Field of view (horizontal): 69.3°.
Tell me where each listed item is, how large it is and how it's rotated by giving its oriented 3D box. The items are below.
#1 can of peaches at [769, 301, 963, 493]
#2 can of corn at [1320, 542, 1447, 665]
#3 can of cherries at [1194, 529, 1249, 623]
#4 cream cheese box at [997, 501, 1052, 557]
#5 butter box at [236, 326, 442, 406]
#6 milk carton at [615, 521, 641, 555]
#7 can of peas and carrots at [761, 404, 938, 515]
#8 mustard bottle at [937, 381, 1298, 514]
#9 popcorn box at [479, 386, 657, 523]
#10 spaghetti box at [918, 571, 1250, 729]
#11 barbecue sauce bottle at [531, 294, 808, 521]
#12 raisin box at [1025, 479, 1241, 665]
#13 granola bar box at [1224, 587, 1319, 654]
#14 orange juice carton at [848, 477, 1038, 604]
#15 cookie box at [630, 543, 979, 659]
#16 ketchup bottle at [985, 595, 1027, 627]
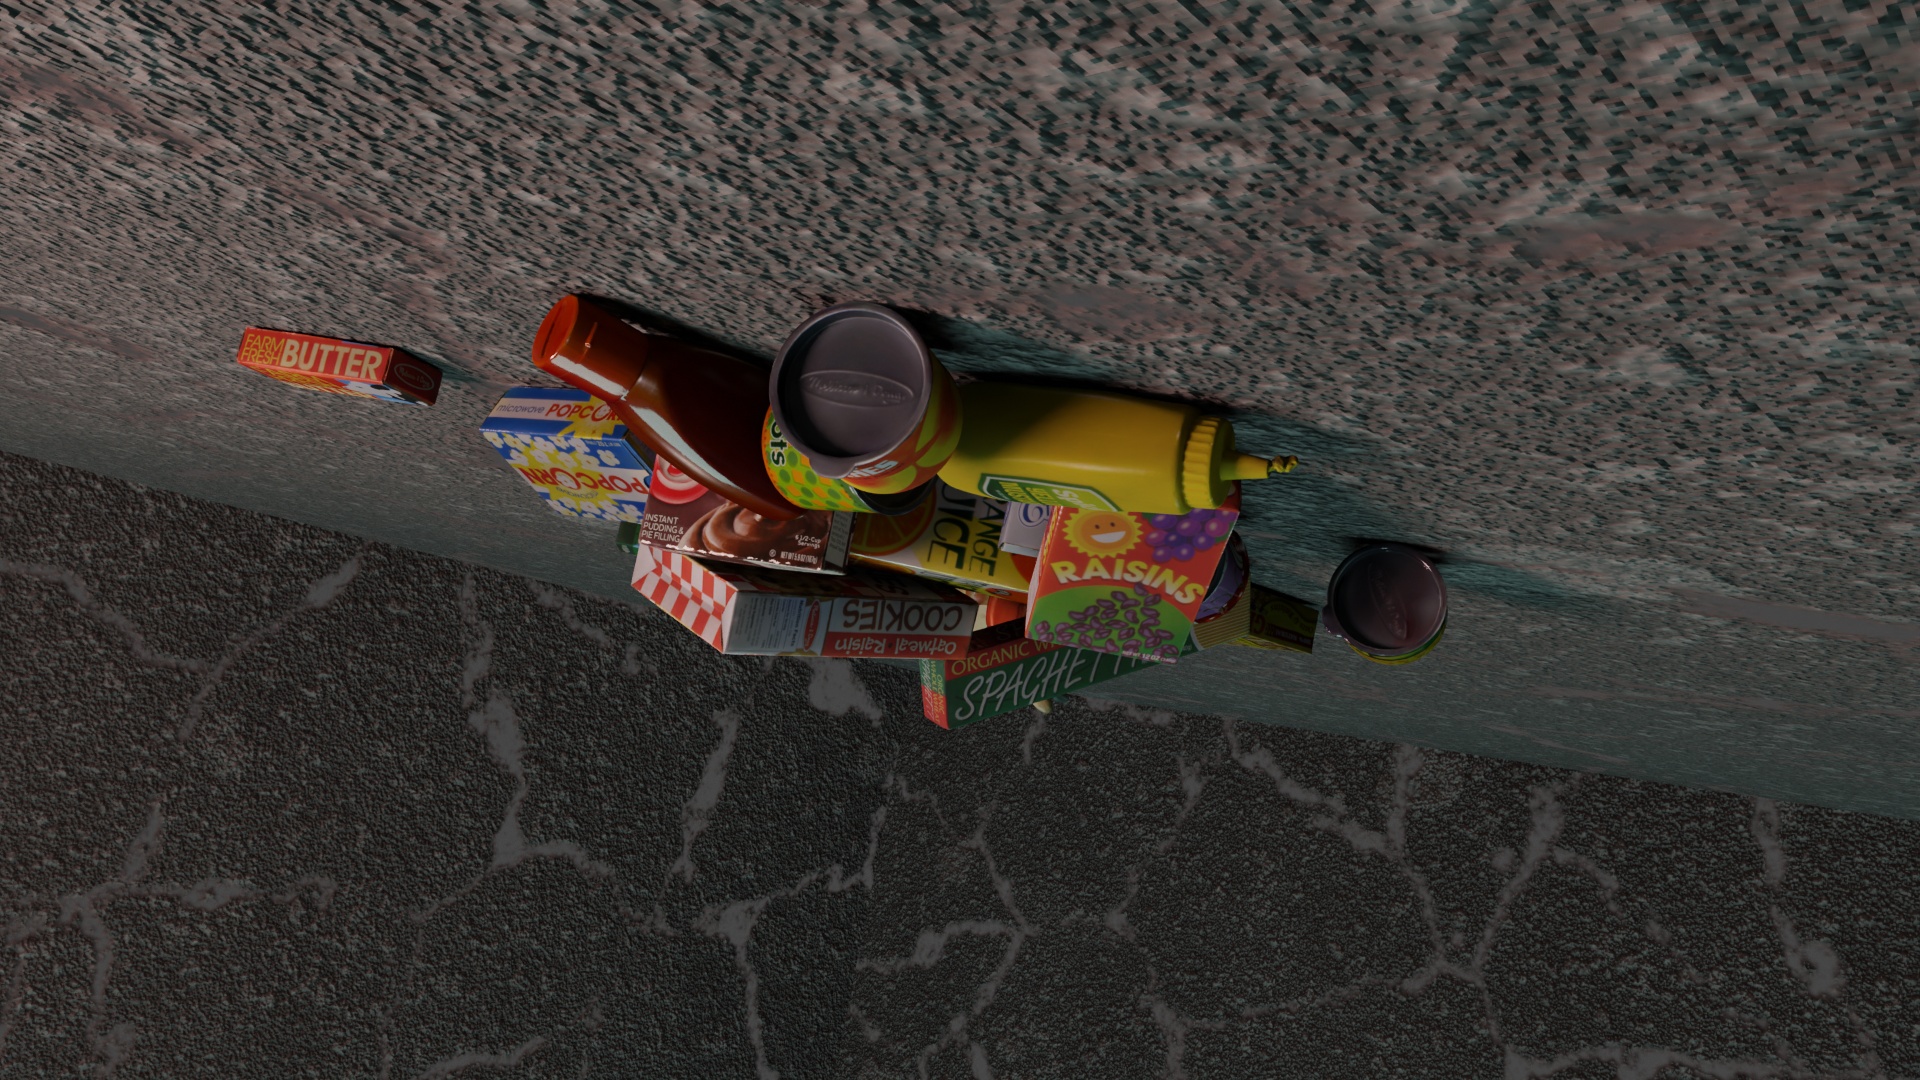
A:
[{"bbox_3d":[-0.037,-0.054,0.563,0.071,0.071,0.058,9,172,15],"label":"can of peaches"},{"bbox_3d":[0.252,0.040,0.823,0.071,0.071,0.058,8,171,22],"label":"can of corn"},{"bbox_3d":[0.131,0.011,0.805,0.071,0.071,0.058,7,174,27],"label":"can of cherries"},{"bbox_3d":[0.077,-0.011,0.761,0.104,0.053,0.024,12,170,-3],"label":"cream cheese box"},{"bbox_3d":[-0.371,-0.103,0.831,0.103,0.024,0.053,9,172,13],"label":"butter box"},{"bbox_3d":[-0.143,-0.010,0.994,0.191,0.073,0.072,12,172,-11],"label":"milk carton"},{"bbox_3d":[-0.052,-0.047,0.649,0.058,0.071,0.071,4,169,43],"label":"can of peas and carrots"},{"bbox_3d":[0.066,-0.038,0.607,0.160,0.049,0.065,7,169,26],"label":"mustard bottle"},{"bbox_3d":[-0.215,-0.050,0.837,0.126,0.038,0.085,6,145,33],"label":"popcorn box"},{"bbox_3d":[0.088,0.066,0.914,0.251,0.050,0.029,-14,-159,-28],"label":"spaghetti box"},{"bbox_3d":[-0.127,-0.065,0.654,0.148,0.065,0.043,29,160,-38],"label":"barbecue sauce bottle"},{"bbox_3d":[0.086,0.006,0.707,0.086,0.040,0.122,11,138,0],"label":"raisin box"},{"bbox_3d":[0.182,0.052,1.100,0.165,0.039,0.124,17,171,-38],"label":"granola bar box"},{"bbox_3d":[0.003,-0.010,0.804,0.193,0.072,0.073,12,172,-7],"label":"orange juice carton"},{"bbox_3d":[-0.091,0.032,0.826,0.168,0.040,0.123,6,-168,-39],"label":"cookie box"},{"bbox_3d":[0.092,0.037,0.958,0.149,0.044,0.064,-9,141,-29],"label":"ketchup bottle"}]
